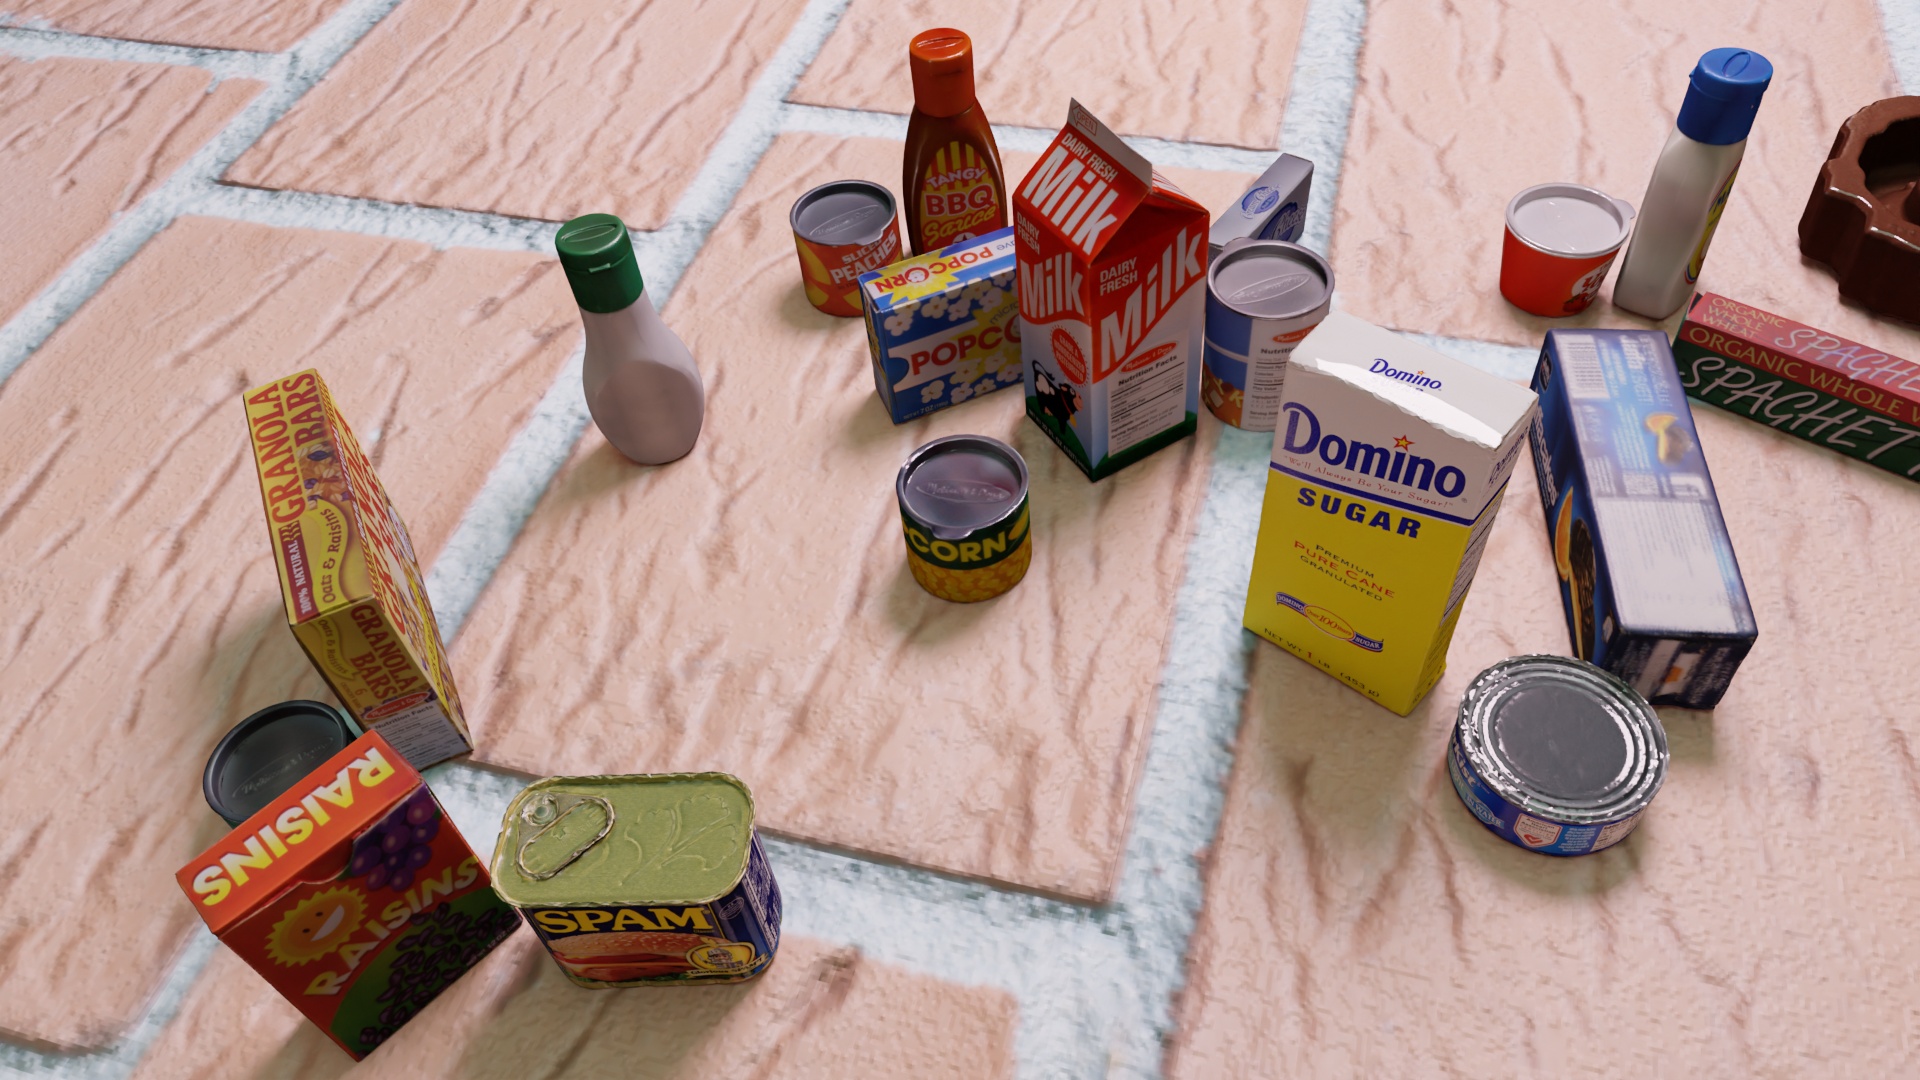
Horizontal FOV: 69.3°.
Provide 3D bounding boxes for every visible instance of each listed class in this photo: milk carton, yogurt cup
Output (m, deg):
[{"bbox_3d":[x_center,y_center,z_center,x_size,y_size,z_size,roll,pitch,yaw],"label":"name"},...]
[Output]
[{"bbox_3d":[0.077,-0.129,0.715,0.073,0.189,0.072,-26,52,-16],"label":"milk carton"},{"bbox_3d":[0.349,-0.168,0.812,0.072,0.053,0.073,-3,49,3],"label":"yogurt cup"}]

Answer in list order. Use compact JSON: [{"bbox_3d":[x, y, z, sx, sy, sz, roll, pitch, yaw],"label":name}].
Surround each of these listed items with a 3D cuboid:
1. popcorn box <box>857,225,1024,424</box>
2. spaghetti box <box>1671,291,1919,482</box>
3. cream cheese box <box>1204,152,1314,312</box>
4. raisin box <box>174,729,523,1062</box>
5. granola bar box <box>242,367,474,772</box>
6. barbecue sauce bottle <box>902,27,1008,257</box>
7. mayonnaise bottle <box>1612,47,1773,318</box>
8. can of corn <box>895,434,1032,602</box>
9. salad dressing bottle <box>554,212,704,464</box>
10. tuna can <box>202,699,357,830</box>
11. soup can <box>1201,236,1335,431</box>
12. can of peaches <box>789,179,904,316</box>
[{"bbox_3d":[0.010,-0.126,0.789,0.127,0.084,0.038,-21,50,-12],"label":"popcorn box"},{"bbox_3d":[0.488,-0.059,0.706,0.250,0.050,0.029,29,58,27],"label":"spaghetti box"},{"bbox_3d":[0.179,-0.186,0.845,0.024,0.053,0.104,27,57,26],"label":"cream cheese box"},{"bbox_3d":[-0.237,0.144,0.553,0.040,0.122,0.086,35,61,30],"label":"raisin box"},{"bbox_3d":[-0.292,0.015,0.670,0.039,0.123,0.166,-23,51,-14],"label":"granola bar box"},{"bbox_3d":[-0.006,-0.235,0.844,0.065,0.147,0.044,-12,49,-4],"label":"barbecue sauce bottle"},{"bbox_3d":[0.405,-0.197,0.770,0.041,0.147,0.065,29,58,27],"label":"mayonnaise bottle"},{"bbox_3d":[0.003,-0.009,0.705,0.071,0.058,0.071,-3,49,3],"label":"can of corn"},{"bbox_3d":[-0.179,-0.106,0.749,0.064,0.146,0.044,-16,50,-8],"label":"salad dressing bottle"},{"bbox_3d":[-0.311,0.112,0.648,0.071,0.032,0.071,-3,49,3],"label":"tuna can"},{"bbox_3d":[0.166,-0.113,0.763,0.071,0.083,0.072,-3,49,3],"label":"soup can"},{"bbox_3d":[-0.068,-0.180,0.862,0.071,0.057,0.071,-3,49,3],"label":"can of peaches"}]
